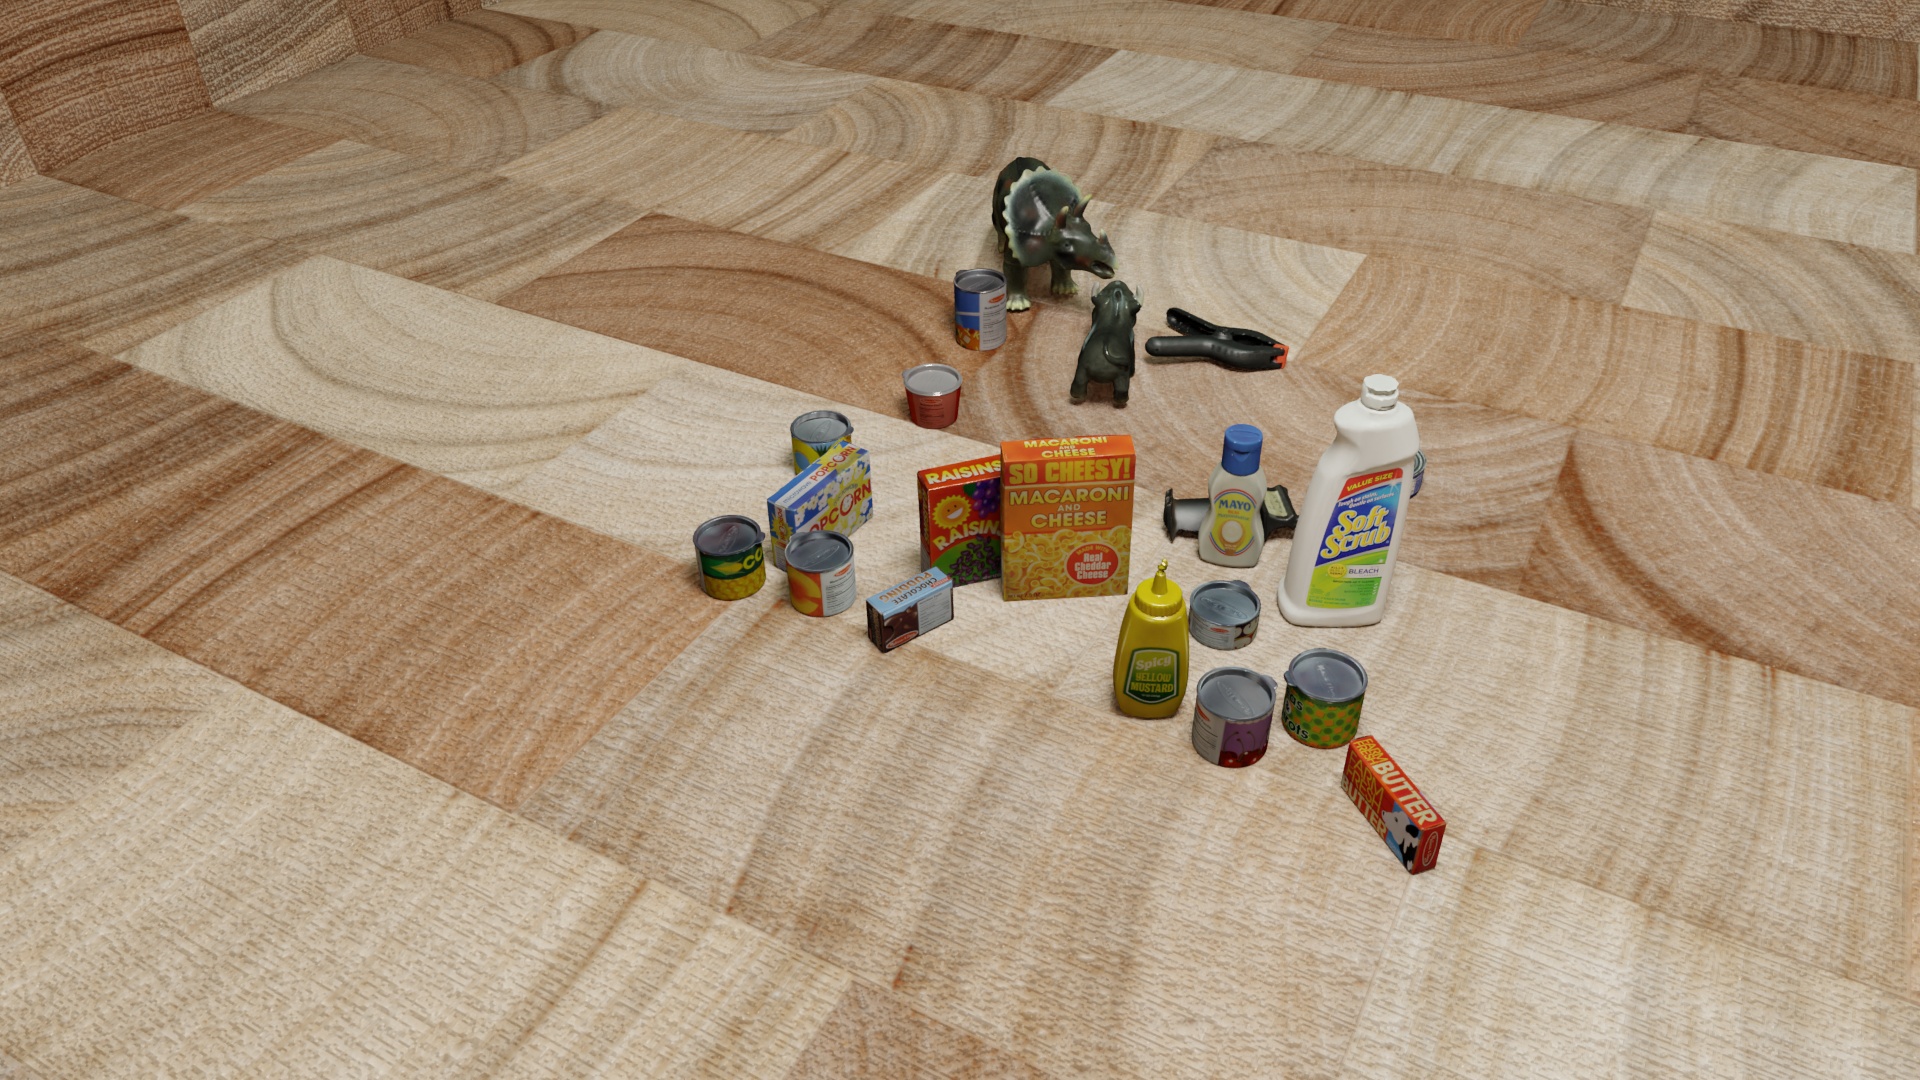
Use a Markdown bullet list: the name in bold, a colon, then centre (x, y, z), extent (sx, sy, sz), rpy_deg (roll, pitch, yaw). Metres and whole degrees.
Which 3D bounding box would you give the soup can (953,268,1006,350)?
- **soup can**: centre (0.024, -0.291, 1.747), extent (0.071, 0.083, 0.072), rpy_deg (-1, 37, 1)

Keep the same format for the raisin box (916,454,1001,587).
- **raisin box**: centre (0.005, -0.017, 1.352), extent (0.086, 0.122, 0.040), rpy_deg (-11, 38, -13)

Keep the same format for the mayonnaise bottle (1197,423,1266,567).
- **mayonnaise bottle**: centre (0.269, -0.043, 1.357), extent (0.065, 0.147, 0.041), rpy_deg (8, 38, 12)

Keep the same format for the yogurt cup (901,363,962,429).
- **yogurt cup**: centre (-0.031, -0.165, 1.606), extent (0.072, 0.053, 0.073), rpy_deg (-1, 37, 1)

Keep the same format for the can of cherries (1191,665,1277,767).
- **can of cherries**: centre (0.234, 0.149, 1.178), extent (0.071, 0.058, 0.072), rpy_deg (-1, 37, 1)

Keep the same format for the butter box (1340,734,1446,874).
- **butter box**: centre (0.341, 0.208, 1.102), extent (0.024, 0.052, 0.104), rpy_deg (-13, 39, -15)

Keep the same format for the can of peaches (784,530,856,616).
- **can of peaches**: centre (-0.136, 0.031, 1.347), extent (0.071, 0.057, 0.071), rpy_deg (-1, 37, 1)

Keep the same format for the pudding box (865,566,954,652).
- **pudding box**: centre (-0.047, 0.064, 1.306), extent (0.084, 0.049, 0.030), rpy_deg (-25, 43, -28)

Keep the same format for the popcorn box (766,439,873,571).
- **popcorn box**: centre (-0.141, -0.033, 1.410), extent (0.038, 0.084, 0.127), rpy_deg (20, 42, 26)

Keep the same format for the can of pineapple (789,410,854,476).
- **can of pineapple**: centre (-0.150, -0.101, 1.522), extent (0.071, 0.057, 0.071), rpy_deg (-1, 37, 1)

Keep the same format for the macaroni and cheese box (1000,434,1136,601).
- **macaroni and cheese box**: centre (0.099, -0.020, 1.318), extent (0.124, 0.165, 0.040), rpy_deg (-3, 37, -3)

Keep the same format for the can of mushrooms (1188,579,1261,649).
- **can of mushrooms**: centre (0.249, 0.069, 1.305), extent (0.071, 0.033, 0.071), rpy_deg (-1, 37, 1)

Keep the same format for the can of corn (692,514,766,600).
- **can of corn**: centre (-0.224, 0.017, 1.367), extent (0.071, 0.058, 0.071), rpy_deg (-1, 37, 1)

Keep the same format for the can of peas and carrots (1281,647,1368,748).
- **can of peas and carrots**: centre (0.310, 0.136, 1.193), extent (0.071, 0.058, 0.071), rpy_deg (-1, 37, 1)

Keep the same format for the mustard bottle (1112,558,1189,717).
- **mustard bottle**: centre (0.165, 0.081, 1.186), extent (0.065, 0.159, 0.049), rpy_deg (1, 37, 3)
